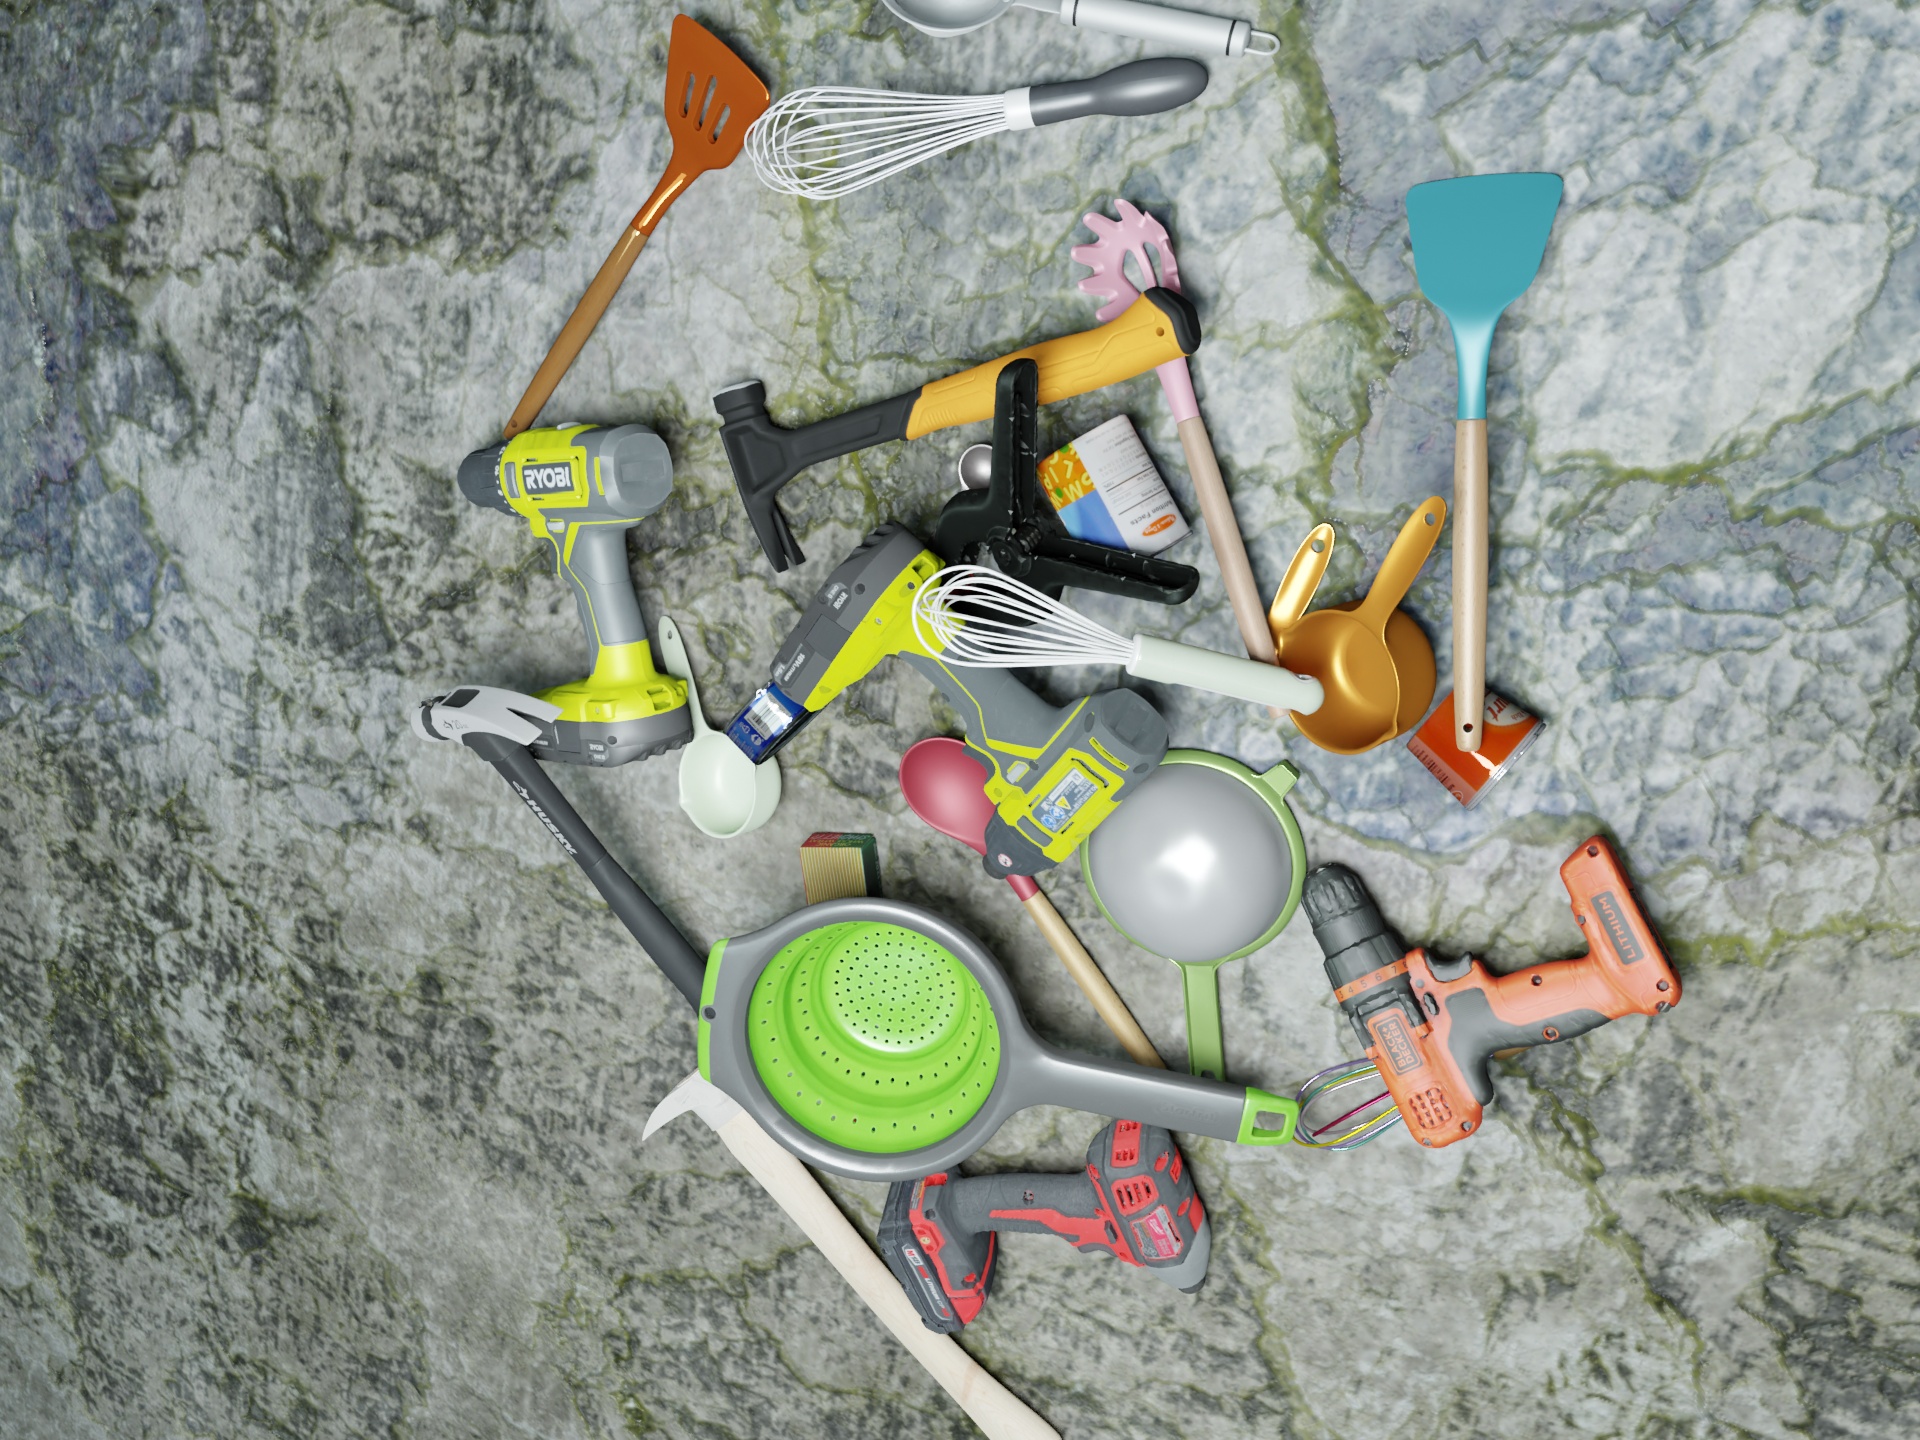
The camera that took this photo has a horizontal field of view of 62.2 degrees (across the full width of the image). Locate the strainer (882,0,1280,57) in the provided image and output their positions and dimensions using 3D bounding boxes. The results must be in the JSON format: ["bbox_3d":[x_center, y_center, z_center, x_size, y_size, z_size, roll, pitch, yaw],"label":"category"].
[{"bbox_3d":[0.056,-0.409,0.914,0.258,0.050,0.087,16,68,11],"label":"strainer"}]

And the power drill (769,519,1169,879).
[{"bbox_3d":[-0.002,-0.003,1.000,0.223,0.080,0.171,40,132,0],"label":"power drill"}]

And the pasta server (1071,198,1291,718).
[{"bbox_3d":[0.140,-0.151,0.941,0.060,0.040,0.316,-17,92,34],"label":"pasta server"}]

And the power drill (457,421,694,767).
[{"bbox_3d":[-0.271,-0.091,1.107,0.191,0.080,0.228,4,106,39],"label":"power drill"}]

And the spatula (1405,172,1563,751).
[{"bbox_3d":[0.286,-0.141,0.883,0.082,0.044,0.317,2,100,20],"label":"spatula"}]

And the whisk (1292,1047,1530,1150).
[{"bbox_3d":[0.316,0.217,1.004,0.245,0.047,0.051,-30,84,23],"label":"whisk"}]

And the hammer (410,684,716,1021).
[{"bbox_3d":[-0.249,0.110,1.133,0.146,0.035,0.334,-4,127,47],"label":"hammer"}]

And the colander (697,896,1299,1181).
[{"bbox_3d":[0.027,0.216,1.076,0.397,0.094,0.204,10,106,6],"label":"colander"}]

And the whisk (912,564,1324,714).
[{"bbox_3d":[0.092,-0.040,0.918,0.246,0.058,0.059,13,106,-5],"label":"whisk"}]

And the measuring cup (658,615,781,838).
[{"bbox_3d":[-0.176,0.002,1.138,0.083,0.038,0.168,-27,78,36],"label":"measuring cup"}]

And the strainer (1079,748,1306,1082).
[{"bbox_3d":[0.147,0.149,1.034,0.151,0.069,0.256,-1,104,21],"label":"strainer"}]

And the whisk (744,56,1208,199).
[{"bbox_3d":[0.004,-0.358,0.942,0.284,0.070,0.070,-3,105,18],"label":"whisk"}]

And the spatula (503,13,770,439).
[{"bbox_3d":[-0.230,-0.307,1.056,0.081,0.041,0.322,43,117,3],"label":"spatula"}]

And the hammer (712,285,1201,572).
[{"bbox_3d":[-0.006,-0.188,0.983,0.337,0.034,0.127,-11,101,33],"label":"hammer"}]

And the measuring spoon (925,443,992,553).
[{"bbox_3d":[-0.002,-0.129,1.040,0.034,0.018,0.124,36,122,7],"label":"measuring spoon"}]

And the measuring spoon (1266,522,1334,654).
[{"bbox_3d":[0.202,-0.068,0.980,0.021,0.011,0.117,27,110,13],"label":"measuring spoon"}]

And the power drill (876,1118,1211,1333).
[{"bbox_3d":[0.065,0.360,1.123,0.219,0.079,0.143,-16,116,20],"label":"power drill"}]

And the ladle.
[{"bbox_3d":[0.064,0.140,1.088,0.069,0.031,0.315,-34,94,24],"label":"ladle"}]

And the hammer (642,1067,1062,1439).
[{"bbox_3d":[-0.076,0.428,1.220,0.410,0.038,0.146,49,129,-2],"label":"hammer"}]

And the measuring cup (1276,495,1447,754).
[{"bbox_3d":[0.249,-0.059,0.915,0.095,0.052,0.173,46,134,30],"label":"measuring cup"}]
